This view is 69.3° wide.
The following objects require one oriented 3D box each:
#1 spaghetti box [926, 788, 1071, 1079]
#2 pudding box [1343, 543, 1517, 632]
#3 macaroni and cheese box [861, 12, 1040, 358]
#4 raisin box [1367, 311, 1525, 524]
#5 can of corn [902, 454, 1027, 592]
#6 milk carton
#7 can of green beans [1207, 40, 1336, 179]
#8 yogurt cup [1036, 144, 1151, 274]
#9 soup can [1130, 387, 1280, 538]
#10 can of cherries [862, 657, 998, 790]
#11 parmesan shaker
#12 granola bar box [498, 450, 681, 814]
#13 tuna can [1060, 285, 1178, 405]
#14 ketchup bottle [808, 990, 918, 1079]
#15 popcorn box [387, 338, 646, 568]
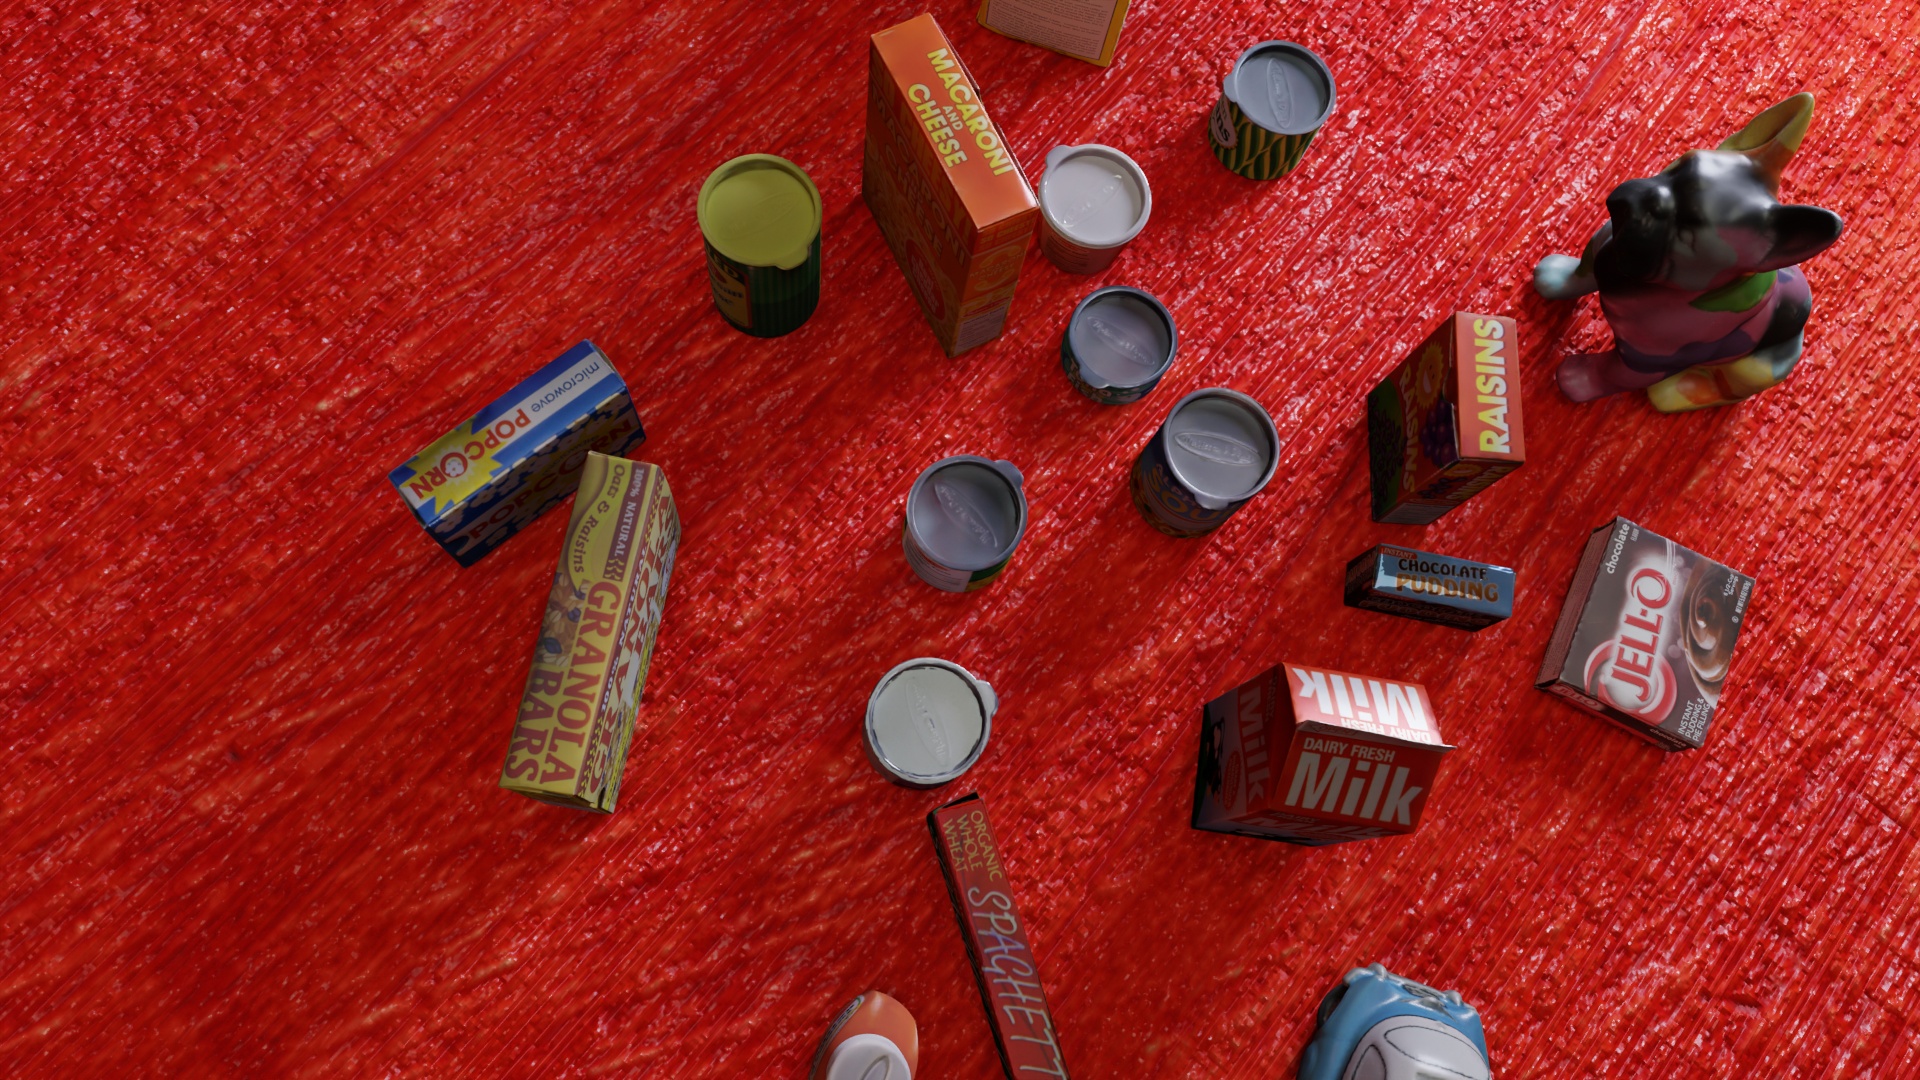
[{"bbox_3d":[0.033,0.254,0.717,0.029,0.050,0.250,-16,77,-10],"label":"spaghetti box"},{"bbox_3d":[0.272,0.027,0.806,0.084,0.049,0.030,12,74,-3],"label":"pudding box"},{"bbox_3d":[-0.010,-0.191,0.775,0.040,0.166,0.124,-25,79,-12],"label":"macaroni and cheese box"},{"bbox_3d":[0.274,-0.066,0.794,0.040,0.123,0.086,5,75,-5],"label":"raisin box"},{"bbox_3d":[0.003,-0.010,0.783,0.071,0.058,0.071,2,75,-6],"label":"can of corn"},{"bbox_3d":[0.176,0.109,0.700,0.072,0.190,0.073,10,74,-3],"label":"milk carton"},{"bbox_3d":[0.195,-0.270,0.876,0.071,0.057,0.071,2,75,-6],"label":"can of green beans"},{"bbox_3d":[0.077,-0.198,0.845,0.072,0.053,0.072,2,75,-6],"label":"yogurt cup"},{"bbox_3d":[0.136,-0.040,0.792,0.071,0.083,0.071,2,75,-6],"label":"soup can"},{"bbox_3d":[-0.017,0.100,0.750,0.071,0.058,0.071,2,75,-6],"label":"can of cherries"},{"bbox_3d":[-0.111,-0.162,0.789,0.071,0.102,0.071,2,75,-6],"label":"parmesan shaker"},{"bbox_3d":[-0.184,0.052,0.711,0.039,0.124,0.166,11,74,-3],"label":"granola bar box"},{"bbox_3d":[0.093,-0.115,0.835,0.071,0.032,0.071,2,75,-6],"label":"tuna can"},{"bbox_3d":[-0.045,0.250,0.659,0.043,0.148,0.065,32,74,3],"label":"ketchup bottle"},{"bbox_3d":[-0.236,-0.046,0.753,0.127,0.085,0.038,-38,82,-14],"label":"popcorn box"}]
